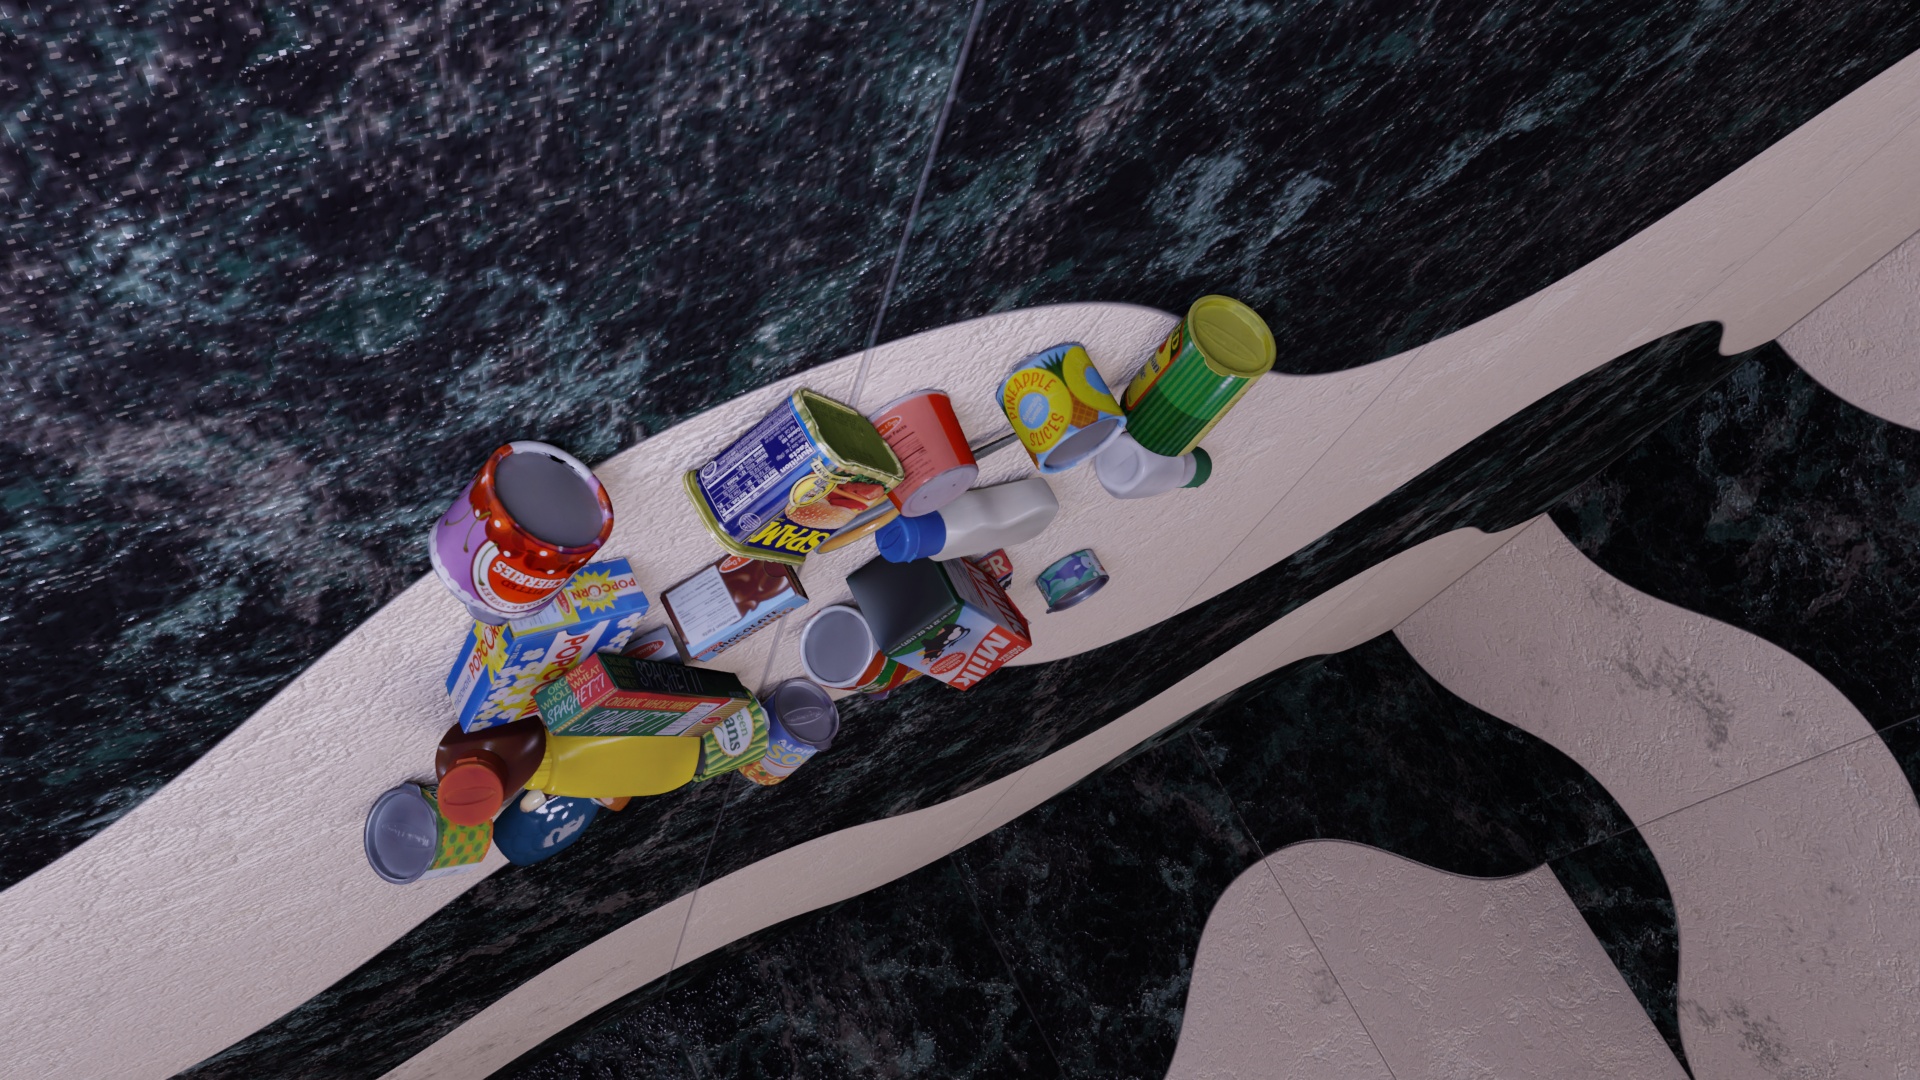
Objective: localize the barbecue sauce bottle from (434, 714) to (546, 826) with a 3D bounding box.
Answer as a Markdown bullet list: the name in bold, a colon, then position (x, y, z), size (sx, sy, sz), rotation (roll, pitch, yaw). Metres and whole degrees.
- **barbecue sauce bottle**: position (-0.293, 0.138, 0.857), size (0.065, 0.043, 0.148), rotation (-8, -174, -12)

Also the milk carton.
- **milk carton**: position (-0.006, 0.063, 1.112), size (0.072, 0.074, 0.190), rotation (-35, 152, 13)

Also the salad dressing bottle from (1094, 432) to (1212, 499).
- **salad dressing bottle**: position (0.162, -0.061, 1.136), size (0.064, 0.044, 0.148), rotation (-40, 161, 26)

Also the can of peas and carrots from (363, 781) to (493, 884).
- **can of peas and carrots**: position (-0.376, 0.205, 0.986), size (0.071, 0.071, 0.059), rotation (-34, 163, 15)

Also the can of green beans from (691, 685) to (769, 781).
- **can of green beans**: position (-0.198, 0.157, 1.133), size (0.058, 0.071, 0.071), rotation (-15, 158, -38)

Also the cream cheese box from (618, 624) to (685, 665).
- **cream cheese box**: position (-0.223, 0.095, 0.988), size (0.053, 0.024, 0.103), rotation (-25, 163, -12)

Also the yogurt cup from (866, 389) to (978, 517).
- **yogurt cup**: position (-0.025, -0.051, 0.842), size (0.072, 0.054, 0.072), rotation (-27, 162, -9)

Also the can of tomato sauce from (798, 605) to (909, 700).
- **can of tomato sauce**: position (-0.085, 0.091, 1.123), size (0.071, 0.071, 0.083), rotation (-33, 162, 11)

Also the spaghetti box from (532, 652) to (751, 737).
- **spaghetti box**: position (-0.204, 0.106, 0.926), size (0.050, 0.029, 0.250), rotation (-35, 167, 4)

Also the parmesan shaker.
- **parmesan shaker**: position (0.158, -0.109, 0.949), size (0.071, 0.071, 0.102), rotation (-18, 160, -32)

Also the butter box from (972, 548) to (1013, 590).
- **butter box**: position (-0.004, 0.046, 1.203), size (0.104, 0.024, 0.053), rotation (-26, 162, -10)

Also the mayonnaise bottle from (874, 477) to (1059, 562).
- **mayonnaise bottle**: position (0.004, -0.013, 1.021), size (0.148, 0.041, 0.064), rotation (-11, 157, -44)

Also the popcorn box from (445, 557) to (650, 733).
- **popcorn box**: position (-0.249, 0.064, 0.832), size (0.085, 0.038, 0.126), rotation (-14, 157, -39)

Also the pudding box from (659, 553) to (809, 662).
- **pudding box**: position (-0.146, 0.038, 0.904), size (0.083, 0.050, 0.030), rotation (-31, 164, 4)

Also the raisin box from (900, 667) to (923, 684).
- **raisin box**: position (-0.018, 0.085, 1.267), size (0.124, 0.040, 0.085), rotation (-24, 163, -14)

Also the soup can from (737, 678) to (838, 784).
- **soup can**: position (-0.157, 0.174, 1.238), size (0.071, 0.071, 0.083), rotation (-10, 154, -48)

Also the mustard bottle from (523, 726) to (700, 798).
- **mustard bottle**: position (-0.273, 0.158, 1.027), size (0.160, 0.049, 0.065), rotation (1, 107, -38)

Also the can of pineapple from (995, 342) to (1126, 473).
- **can of pineapple**: position (0.063, -0.083, 0.884), size (0.071, 0.058, 0.070), rotation (-27, 163, -9)

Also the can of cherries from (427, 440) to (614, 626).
- **can of cherries**: position (-0.206, -0.003, 0.655), size (0.058, 0.071, 0.071), rotation (-40, 160, 31)

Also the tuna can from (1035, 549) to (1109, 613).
- **tuna can**: position (0.106, 0.040, 1.351), size (0.071, 0.033, 0.071), rotation (-27, 163, -9)
